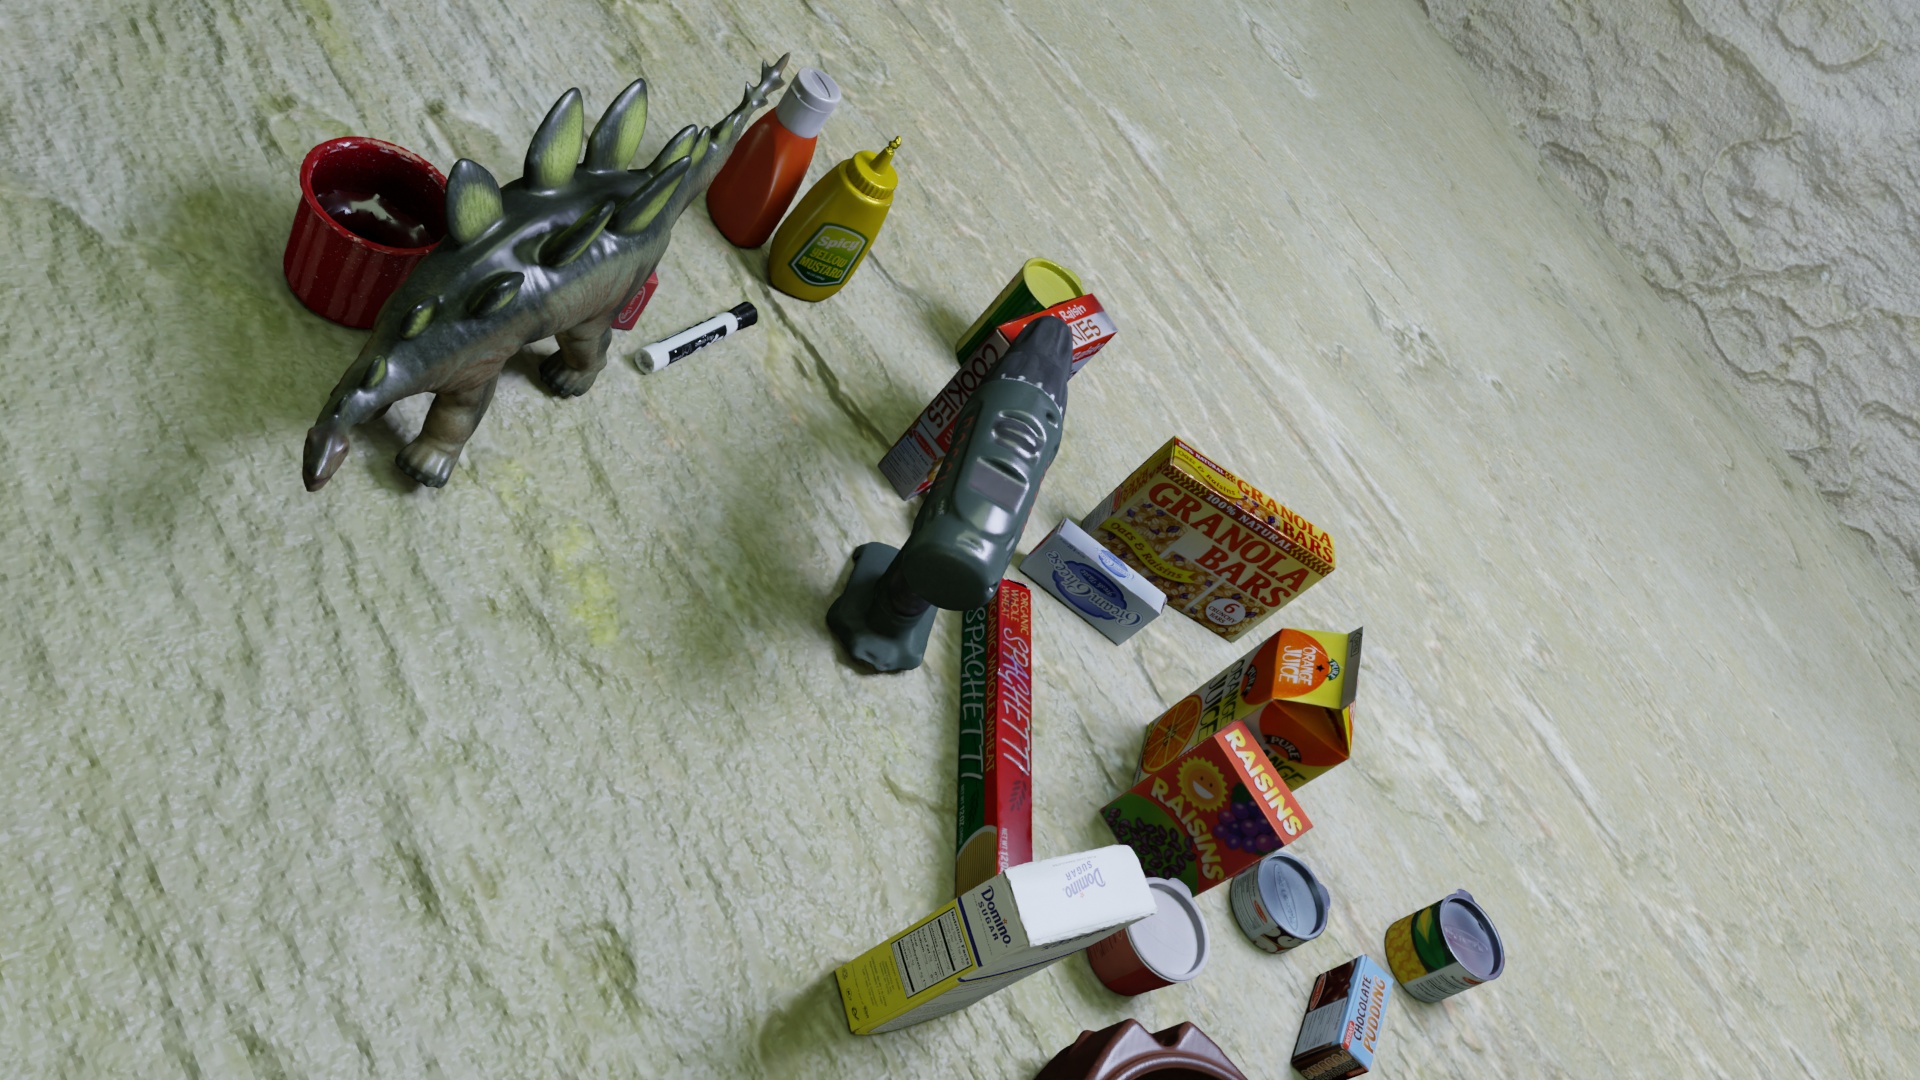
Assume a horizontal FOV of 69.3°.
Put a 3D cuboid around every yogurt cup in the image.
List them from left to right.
[{"bbox_3d":[0.118,0.259,0.898,0.072,0.053,0.073,22,46,-24],"label":"yogurt cup"}]

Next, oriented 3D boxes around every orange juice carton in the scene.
[{"bbox_3d":[0.212,0.130,0.974,0.073,0.191,0.072,36,42,-10],"label":"orange juice carton"}]

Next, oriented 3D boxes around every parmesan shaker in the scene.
[{"bbox_3d":[0.052,-0.179,1.165,0.071,0.102,0.072,22,46,-25],"label":"parmesan shaker"}]

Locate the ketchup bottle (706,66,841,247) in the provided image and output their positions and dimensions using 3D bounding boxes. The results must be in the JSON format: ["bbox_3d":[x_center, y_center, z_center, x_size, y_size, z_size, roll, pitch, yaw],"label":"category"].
[{"bbox_3d":[-0.143,-0.296,1.067,0.044,0.148,0.065,-14,67,-45],"label":"ketchup bottle"}]

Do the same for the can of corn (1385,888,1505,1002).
[{"bbox_3d":[0.367,0.308,1.057,0.071,0.058,0.071,22,46,-24],"label":"can of corn"}]

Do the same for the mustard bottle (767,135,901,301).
[{"bbox_3d":[-0.090,-0.250,1.064,0.065,0.159,0.049,14,50,-31],"label":"mustard bottle"}]

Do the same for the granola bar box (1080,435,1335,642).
[{"bbox_3d":[0.197,0.002,1.118,0.165,0.123,0.039,31,43,-16],"label":"granola bar box"}]

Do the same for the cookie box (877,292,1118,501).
[{"bbox_3d":[0.027,-0.108,1.037,0.040,0.166,0.123,52,41,8],"label":"cookie box"}]

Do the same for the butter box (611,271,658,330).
[{"bbox_3d":[-0.243,-0.206,0.985,0.024,0.053,0.104,5,55,-37],"label":"butter box"}]

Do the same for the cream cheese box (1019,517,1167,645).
[{"bbox_3d":[0.102,0.032,1.070,0.104,0.053,0.024,37,42,-9],"label":"cream cheese box"}]

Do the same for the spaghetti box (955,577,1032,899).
[{"bbox_3d":[0.023,0.135,0.925,0.028,0.050,0.251,23,46,-23],"label":"spaghetti box"}]

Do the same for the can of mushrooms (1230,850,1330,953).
[{"bbox_3d":[0.232,0.262,1.004,0.071,0.033,0.071,22,46,-24],"label":"can of mushrooms"}]

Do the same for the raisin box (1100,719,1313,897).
[{"bbox_3d":[0.165,0.188,0.941,0.040,0.122,0.086,-16,69,-45],"label":"raisin box"}]

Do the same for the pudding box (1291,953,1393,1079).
[{"bbox_3d":[0.265,0.332,0.961,0.030,0.049,0.084,43,41,-3],"label":"pudding box"}]
